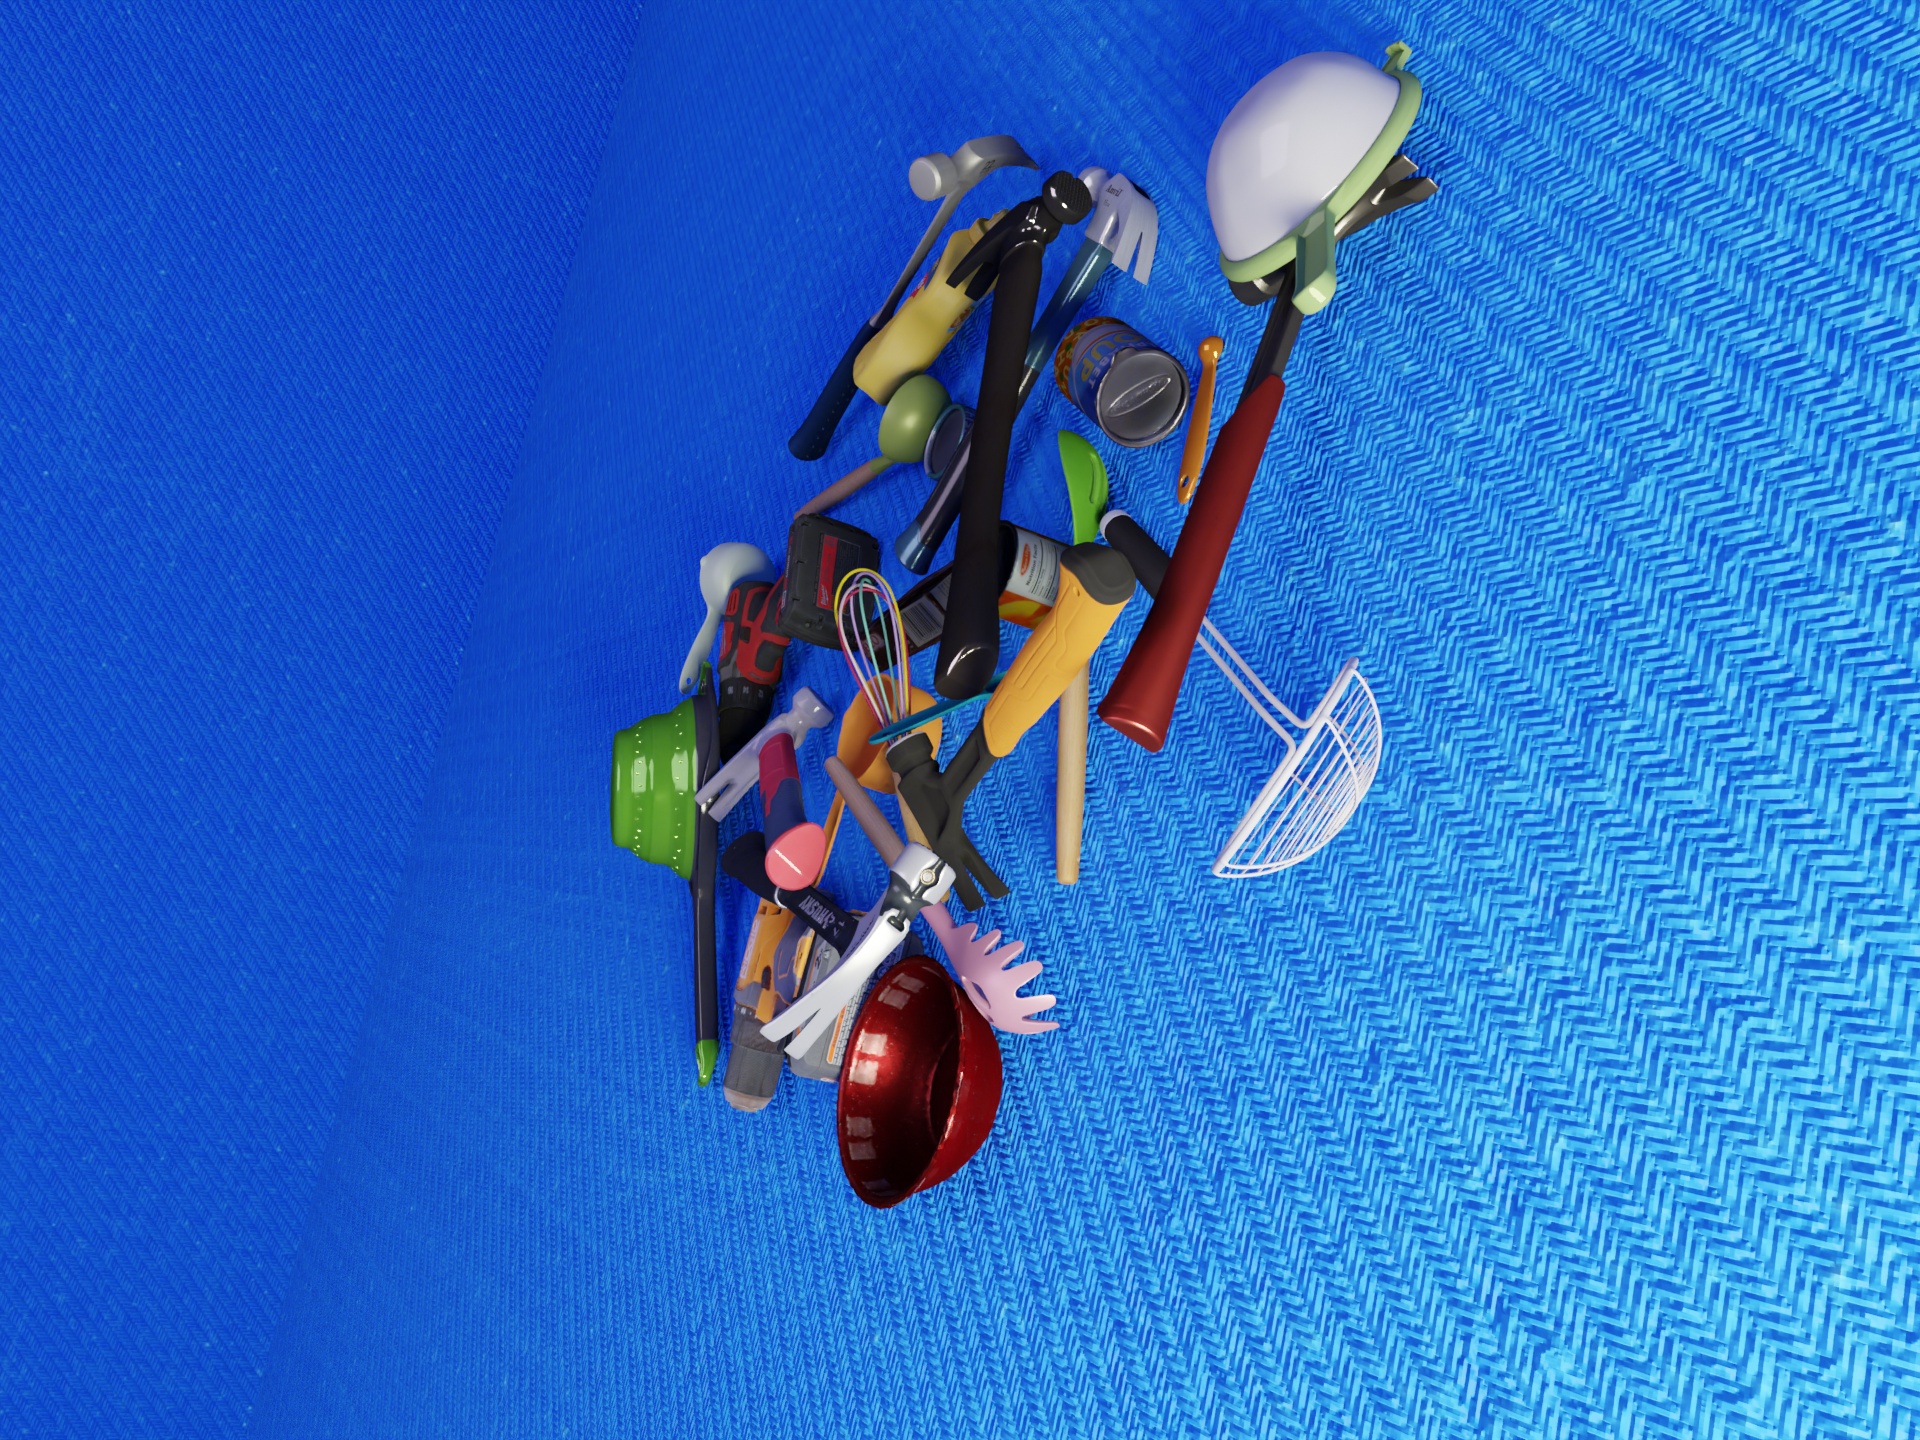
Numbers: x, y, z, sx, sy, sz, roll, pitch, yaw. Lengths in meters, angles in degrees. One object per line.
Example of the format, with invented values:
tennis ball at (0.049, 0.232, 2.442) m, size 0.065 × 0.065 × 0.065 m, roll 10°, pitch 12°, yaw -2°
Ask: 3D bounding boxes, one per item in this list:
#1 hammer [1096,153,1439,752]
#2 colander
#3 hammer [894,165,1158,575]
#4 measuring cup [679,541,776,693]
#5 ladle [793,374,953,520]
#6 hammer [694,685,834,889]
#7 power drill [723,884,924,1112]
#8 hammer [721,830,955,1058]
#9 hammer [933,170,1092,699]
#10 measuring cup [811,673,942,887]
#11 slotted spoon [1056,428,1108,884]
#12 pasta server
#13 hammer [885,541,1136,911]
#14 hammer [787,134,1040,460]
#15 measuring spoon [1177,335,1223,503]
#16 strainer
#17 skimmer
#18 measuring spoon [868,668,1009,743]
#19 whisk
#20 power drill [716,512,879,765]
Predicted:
hammer at (0.157, -0.147, 0.876) m, size 0.149 × 0.036 × 0.359 m, roll -18°, pitch 45°, yaw 59°
colander at (-0.274, 0.138, 1.464) m, size 0.204 × 0.094 × 0.397 m, roll 117°, pitch 150°, yaw -61°
hammer at (0.044, -0.258, 1.204) m, size 0.331 × 0.033 × 0.128 m, roll -58°, pitch 31°, yaw 15°
measuring cup at (-0.235, -0.101, 1.579) m, size 0.038 × 0.083 × 0.168 m, roll 2°, pitch 65°, yaw 46°
ladle at (-0.095, -0.234, 1.446) m, size 0.078 × 0.062 × 0.320 m, roll -45°, pitch 13°, yaw -26°
hammer at (-0.149, 0.067, 1.224) m, size 0.143 × 0.038 × 0.386 m, roll -44°, pitch 14°, yaw 3°
power drill at (-0.118, 0.219, 1.200) m, size 0.226 × 0.084 × 0.185 m, roll 0°, pitch 74°, yaw 66°
hammer at (-0.120, 0.129, 1.133) m, size 0.149 × 0.036 × 0.409 m, roll -52°, pitch 17°, yaw -9°
hammer at (0.017, -0.198, 1.125) m, size 0.146 × 0.038 × 0.411 m, roll -29°, pitch 45°, yaw 50°
measuring cup at (-0.066, 0.053, 1.226) m, size 0.095 × 0.052 × 0.173 m, roll 25°, pitch 96°, yaw 63°
slotted spoon at (0.077, -0.048, 1.044) m, size 0.031 × 0.070 × 0.314 m, roll -3°, pitch 72°, yaw 21°
pasta server at (-0.024, 0.106, 1.069) m, size 0.317 × 0.040 × 0.060 m, roll -131°, pitch 25°, yaw -51°
hammer at (0.032, 0.002, 0.944) m, size 0.127 × 0.034 × 0.336 m, roll 61°, pitch 153°, yaw 16°
hammer at (-0.063, -0.369, 1.434) m, size 0.035 × 0.144 × 0.405 m, roll 51°, pitch 142°, yaw 6°
measuring spoon at (0.151, -0.195, 1.023) m, size 0.021 × 0.011 × 0.117 m, roll -8°, pitch 68°, yaw 60°
strainer at (0.180, -0.303, 0.886) m, size 0.151 × 0.069 × 0.257 m, roll -39°, pitch 22°, yaw 34°
skimmer at (0.127, -0.044, 0.894) m, size 0.127 × 0.090 × 0.364 m, roll -60°, pitch 30°, yaw 22°
measuring spoon at (-0.002, -0.004, 1.105) m, size 0.128 × 0.021 × 0.042 m, roll -23°, pitch 21°, yaw -2°
whisk at (-0.046, 0.011, 1.135) m, size 0.051 × 0.047 × 0.245 m, roll -31°, pitch -72°, yaw -89°
power drill at (-0.163, -0.069, 1.454) m, size 0.226 × 0.080 × 0.188 m, roll -34°, pitch 46°, yaw 54°
